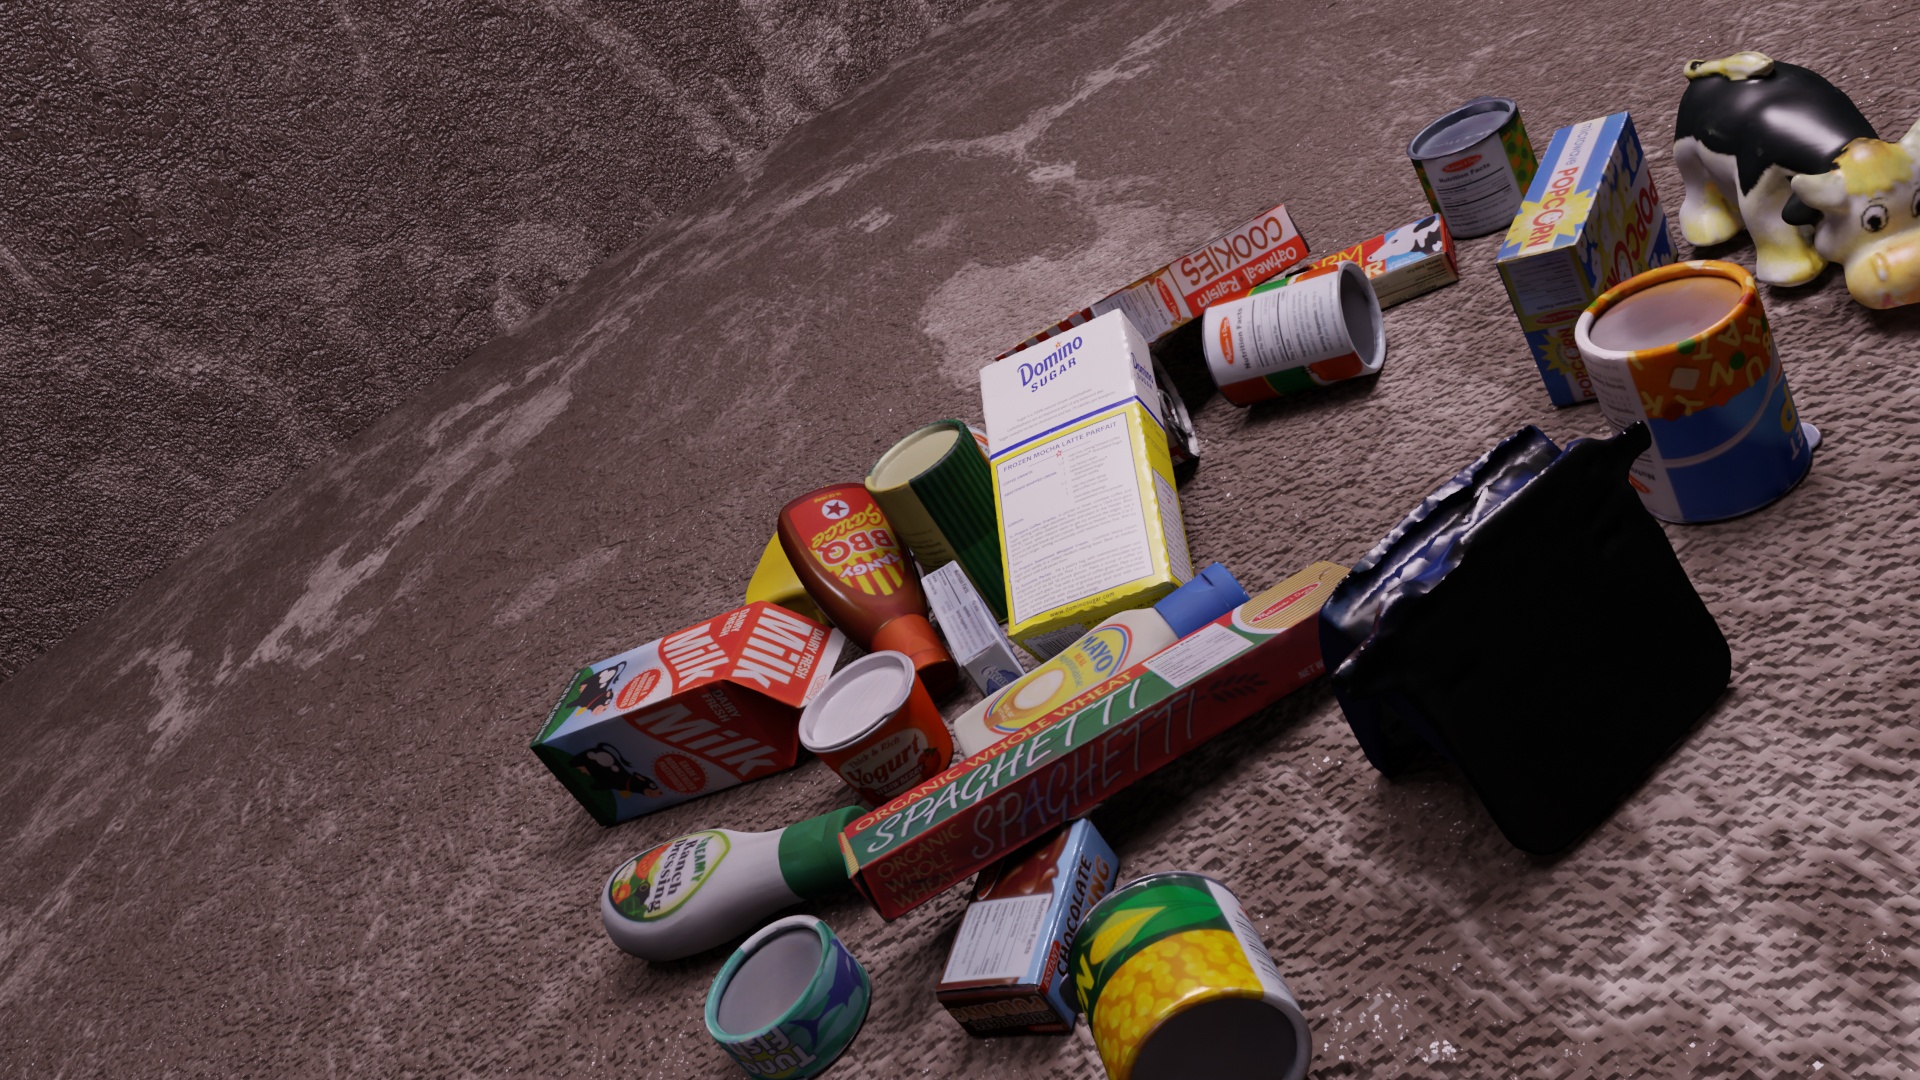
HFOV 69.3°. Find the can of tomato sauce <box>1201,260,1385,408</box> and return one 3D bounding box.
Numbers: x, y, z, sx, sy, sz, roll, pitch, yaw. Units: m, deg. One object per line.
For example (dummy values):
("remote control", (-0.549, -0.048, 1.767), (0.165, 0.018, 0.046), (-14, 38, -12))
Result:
("can of tomato sauce", (0.191, -0.117, 0.793), (0.083, 0.071, 0.071), (-12, 33, 37))

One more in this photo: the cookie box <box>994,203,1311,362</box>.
("cookie box", (0.121, -0.147, 0.880), (0.168, 0.040, 0.122), (-30, 6, -26))

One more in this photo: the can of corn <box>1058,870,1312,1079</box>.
("can of corn", (0.072, 0.155, 0.459), (0.071, 0.071, 0.058), (-33, 26, 3))

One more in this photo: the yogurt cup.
("yogurt cup", (-0.040, 0.098, 0.704), (0.072, 0.053, 0.073), (-27, 26, 15))

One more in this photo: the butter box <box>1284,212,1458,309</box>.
("butter box", (0.247, -0.160, 0.847), (0.103, 0.024, 0.053), (-20, 30, 28))

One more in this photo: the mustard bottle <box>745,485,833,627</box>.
("mustard bottle", (-0.098, 0.007, 0.935), (0.065, 0.048, 0.161), (-24, 27, 22))

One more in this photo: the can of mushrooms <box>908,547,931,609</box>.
("can of mushrooms", (-0.050, 0.033, 0.852), (0.071, 0.033, 0.071), (-26, 27, 15))

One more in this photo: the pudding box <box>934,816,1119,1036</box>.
("pudding box", (0.028, 0.153, 0.556), (0.049, 0.030, 0.084), (-18, 30, 33))

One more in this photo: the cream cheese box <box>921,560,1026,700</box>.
("cream cheese box", (0.011, 0.054, 0.720), (0.024, 0.053, 0.104), (-34, 26, 1))

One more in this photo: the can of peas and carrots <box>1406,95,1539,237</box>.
("can of peas and carrots", (0.315, -0.227, 0.845), (0.071, 0.058, 0.071), (-27, 26, 14))

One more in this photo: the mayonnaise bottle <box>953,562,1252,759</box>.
("mayonnaise bottle", (0.069, 0.066, 0.646), (0.148, 0.041, 0.065), (-35, 26, 0))

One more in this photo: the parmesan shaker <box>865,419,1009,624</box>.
("parmesan shaker", (0.003, -0.010, 0.783), (0.071, 0.102, 0.071), (-27, 26, 15))

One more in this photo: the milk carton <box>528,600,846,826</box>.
("milk carton", (-0.149, 0.097, 0.811), (0.190, 0.073, 0.073), (-21, 28, 25))

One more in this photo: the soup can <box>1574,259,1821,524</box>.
("soup can", (0.294, -0.061, 0.553), (0.071, 0.083, 0.072), (-27, 26, 15))

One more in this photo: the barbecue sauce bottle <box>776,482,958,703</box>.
("barbecue sauce bottle", (-0.049, 0.030, 0.785), (0.065, 0.043, 0.149), (-18, 48, -20))

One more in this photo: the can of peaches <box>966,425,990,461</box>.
("can of peaches", (-0.006, -0.028, 0.872), (0.071, 0.071, 0.058), (-20, 30, 28))

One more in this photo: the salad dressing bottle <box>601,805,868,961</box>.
("salad dressing bottle", (-0.107, 0.165, 0.678), (0.147, 0.044, 0.064), (-21, 30, 24))

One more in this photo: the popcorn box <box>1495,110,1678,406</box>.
("popcorn box", (0.305, -0.138, 0.670), (0.038, 0.085, 0.127), (-7, 37, 43))

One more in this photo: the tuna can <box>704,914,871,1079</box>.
("tuna can", (-0.075, 0.199, 0.596), (0.071, 0.032, 0.071), (-27, 26, 15))

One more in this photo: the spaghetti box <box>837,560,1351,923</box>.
("spaghetti box", (0.065, 0.081, 0.589), (0.250, 0.028, 0.050), (-28, 13, -8))
